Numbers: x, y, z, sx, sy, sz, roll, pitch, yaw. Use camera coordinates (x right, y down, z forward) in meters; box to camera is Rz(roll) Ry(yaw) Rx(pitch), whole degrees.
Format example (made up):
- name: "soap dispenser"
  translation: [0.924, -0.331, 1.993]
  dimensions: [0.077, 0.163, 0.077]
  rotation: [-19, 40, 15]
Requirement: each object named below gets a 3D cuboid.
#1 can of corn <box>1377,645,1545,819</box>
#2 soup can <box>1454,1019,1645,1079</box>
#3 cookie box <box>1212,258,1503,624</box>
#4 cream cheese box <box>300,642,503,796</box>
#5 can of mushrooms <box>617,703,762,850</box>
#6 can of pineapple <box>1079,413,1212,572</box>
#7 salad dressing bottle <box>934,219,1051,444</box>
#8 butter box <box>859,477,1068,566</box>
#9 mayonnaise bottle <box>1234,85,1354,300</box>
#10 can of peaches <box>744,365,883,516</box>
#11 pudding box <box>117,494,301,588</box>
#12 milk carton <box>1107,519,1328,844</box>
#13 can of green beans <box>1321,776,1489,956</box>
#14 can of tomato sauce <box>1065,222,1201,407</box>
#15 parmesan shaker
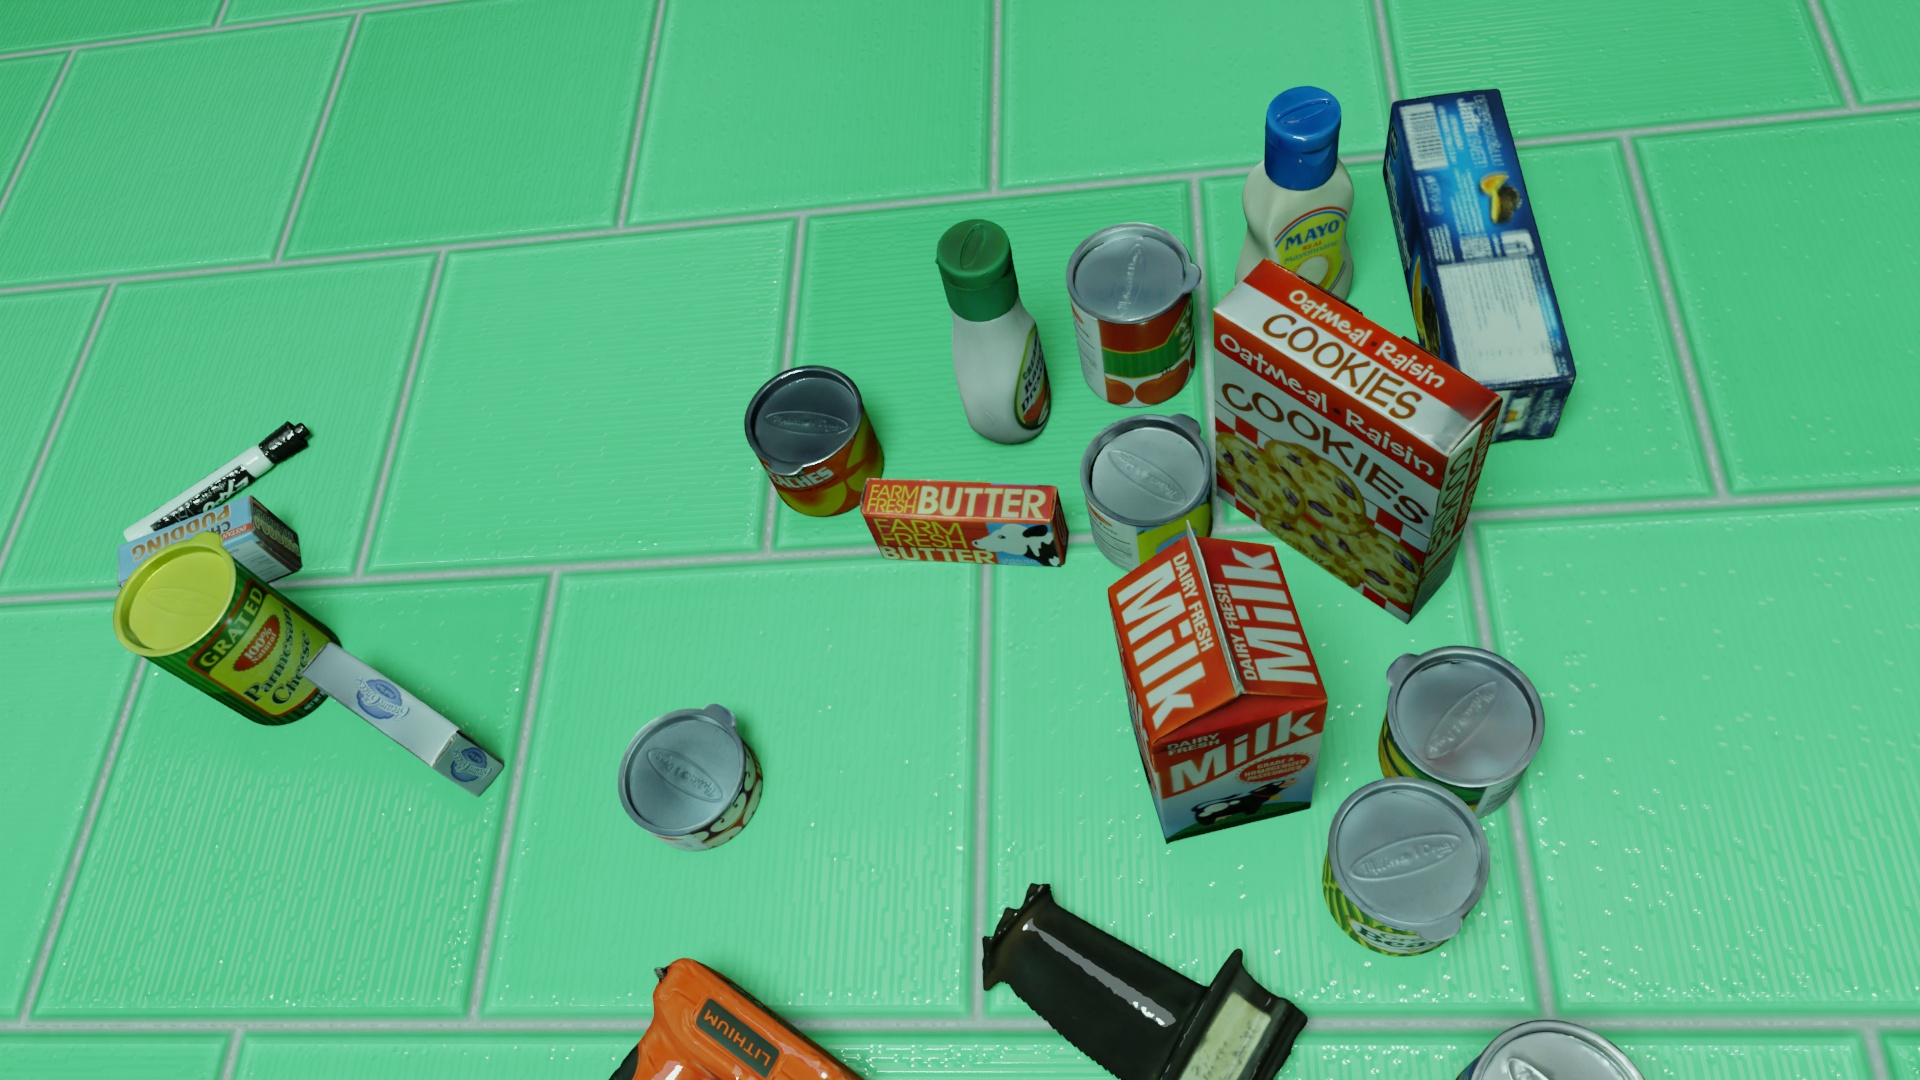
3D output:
- name: "can of corn"
  translation: [0.225, 0.088, 0.637]
  dimensions: [0.071, 0.058, 0.071]
  rotation: [-5, 61, 9]
- name: "soup can"
  translation: [0.225, 0.230, 0.544]
  dimensions: [0.071, 0.083, 0.071]
  rotation: [-5, 61, 9]
- name: "cookie box"
  translation: [0.179, -0.043, 0.654]
  dimensions: [0.123, 0.166, 0.040]
  rotation: [38, 75, 26]
- name: "cream cheese box"
  translation: [-0.295, 0.095, 0.736]
  dimensions: [0.104, 0.053, 0.024]
  rotation: [27, 70, 23]
- name: "can of mushrooms"
  translation: [-0.134, 0.119, 0.703]
  dimensions: [0.071, 0.033, 0.071]
  rotation: [-5, 61, 8]
- name: "can of pineapple"
  translation: [0.099, -0.024, 0.722]
  dimensions: [0.071, 0.057, 0.071]
  rotation: [-5, 61, 9]
- name: "salad dressing bottle"
  translation: [0.018, -0.107, 0.732]
  dimensions: [0.044, 0.147, 0.064]
  rotation: [11, 65, 16]
- name: "butter box"
  translation: [0.003, -0.009, 0.736]
  dimensions: [0.103, 0.053, 0.024]
  rotation: [3, 63, 12]
- name: "mayonnaise bottle"
  translation: [0.179, -0.174, 0.737]
  dimensions: [0.065, 0.147, 0.041]
  rotation: [-20, 60, 0]
- name: "can of peaches"
  translation: [-0.081, -0.052, 0.773]
  dimensions: [0.071, 0.058, 0.071]
  rotation: [-5, 61, 9]
- name: "pudding box"
  translation: [-0.439, 0.011, 0.812]
  dimensions: [0.084, 0.049, 0.030]
  rotation: [-22, 60, -2]
- name: "milk carton"
  translation: [0.109, 0.064, 0.596]
  dimensions: [0.073, 0.189, 0.072]
  rotation: [-15, 60, 3]
- name: "can of green beans"
  translation: [0.194, 0.145, 0.612]
  dimensions: [0.071, 0.057, 0.071]
  rotation: [-5, 61, 9]
- name: "can of tomato sauce"
  translation: [0.097, -0.122, 0.762]
  dimensions: [0.071, 0.082, 0.071]
  rotation: [-5, 61, 9]
- name: "parmesan shaker"
  translation: [-0.390, 0.050, 0.750]
  dimensions: [0.071, 0.102, 0.071]
  rotation: [-5, 61, 9]
